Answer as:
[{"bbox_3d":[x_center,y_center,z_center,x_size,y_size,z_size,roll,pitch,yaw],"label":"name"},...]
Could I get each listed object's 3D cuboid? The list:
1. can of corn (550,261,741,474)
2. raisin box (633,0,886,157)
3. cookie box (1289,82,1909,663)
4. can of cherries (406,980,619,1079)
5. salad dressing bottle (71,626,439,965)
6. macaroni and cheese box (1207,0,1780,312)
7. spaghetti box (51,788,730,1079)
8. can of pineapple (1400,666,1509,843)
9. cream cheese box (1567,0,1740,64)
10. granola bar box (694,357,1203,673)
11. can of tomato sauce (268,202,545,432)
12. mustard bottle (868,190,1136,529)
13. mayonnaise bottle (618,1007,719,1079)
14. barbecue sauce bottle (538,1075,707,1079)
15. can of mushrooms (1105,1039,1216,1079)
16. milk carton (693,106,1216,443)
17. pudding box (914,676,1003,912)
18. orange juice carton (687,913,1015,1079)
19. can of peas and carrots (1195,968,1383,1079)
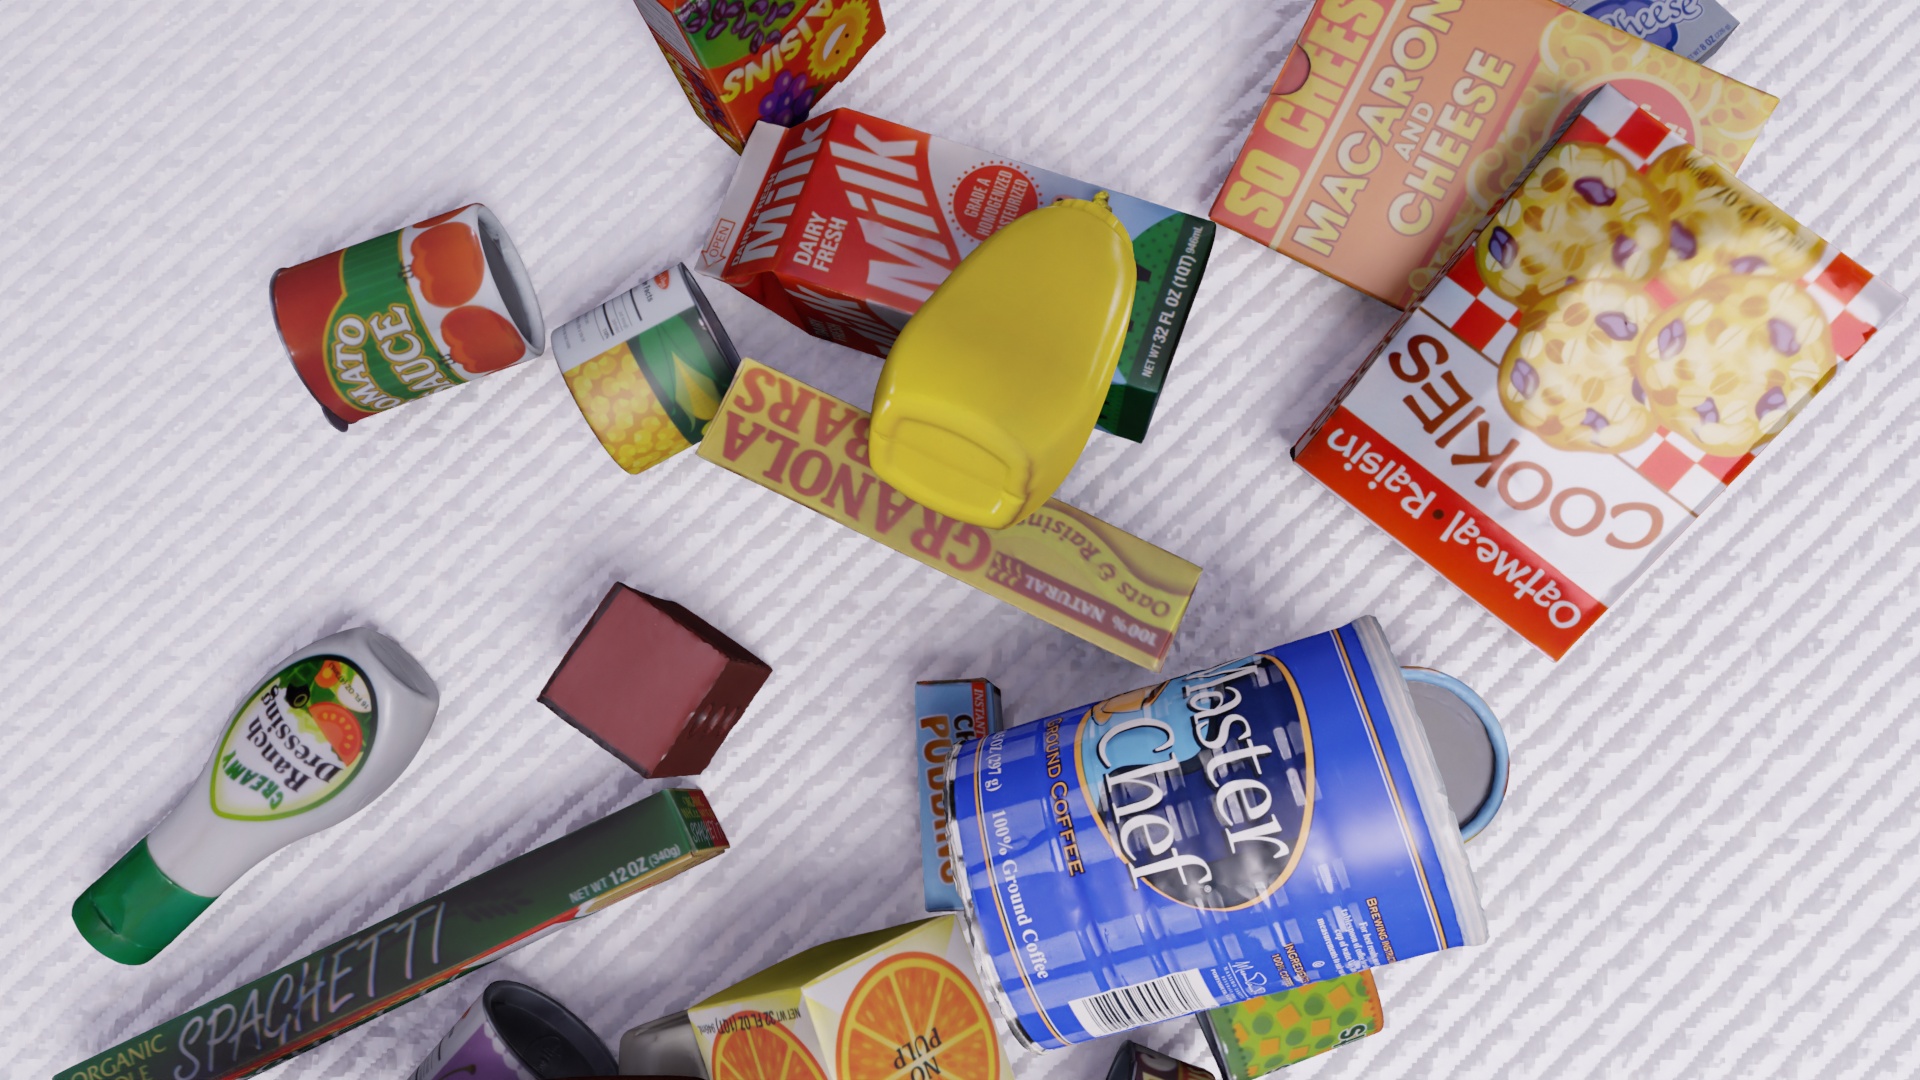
[{"bbox_3d":[-0.118,-0.065,0.549,0.058,0.071,0.071,-28,80,-1],"label":"can of corn"},{"bbox_3d":[-0.077,-0.212,0.543,0.040,0.123,0.086,42,85,10],"label":"raisin box"},{"bbox_3d":[0.221,-0.057,0.504,0.123,0.040,0.167,38,109,4],"label":"cookie box"},{"bbox_3d":[-0.162,0.205,0.500,0.071,0.071,0.058,40,85,9],"label":"can of cherries"},{"bbox_3d":[-0.272,0.099,0.538,0.148,0.044,0.064,-44,81,-5],"label":"salad dressing bottle"},{"bbox_3d":[0.198,-0.146,0.536,0.166,0.040,0.123,27,104,8],"label":"macaroni and cheese box"},{"bbox_3d":[-0.210,0.158,0.520,0.250,0.050,0.029,-25,78,-1],"label":"spaghetti box"},{"bbox_3d":[0.161,0.080,0.508,0.071,0.058,0.071,-1,80,3],"label":"can of pineapple"},{"bbox_3d":[0.259,-0.192,0.570,0.104,0.024,0.053,-40,79,-4],"label":"cream cheese box"},{"bbox_3d":[0.002,-0.006,0.499,0.166,0.124,0.039,25,89,7],"label":"granola bar box"},{"bbox_3d":[-0.219,-0.090,0.557,0.083,0.071,0.071,-20,79,-1],"label":"can of tomato sauce"},{"bbox_3d":[0.025,-0.071,0.452,0.065,0.048,0.161,26,46,5],"label":"mustard bottle"},{"bbox_3d":[-0.080,0.243,0.494,0.065,0.041,0.148,-4,79,-41],"label":"mayonnaise bottle"},{"bbox_3d":[-0.154,0.206,0.445,0.149,0.043,0.065,0,89,-2],"label":"barbecue sauce bottle"},{"bbox_3d":[0.064,0.211,0.484,0.033,0.071,0.071,20,82,5],"label":"can of mushrooms"},{"bbox_3d":[-0.005,-0.108,0.545,0.191,0.073,0.072,20,81,7],"label":"milk carton"},{"bbox_3d":[0.002,0.095,0.519,0.030,0.049,0.084,-4,80,4],"label":"pudding box"},{"bbox_3d":[-0.015,0.233,0.467,0.071,0.073,0.193,-28,79,43],"label":"orange juice carton"},{"bbox_3d":[0.110,0.154,0.494,0.059,0.071,0.071,-21,79,-1],"label":"can of peas and carrots"}]
